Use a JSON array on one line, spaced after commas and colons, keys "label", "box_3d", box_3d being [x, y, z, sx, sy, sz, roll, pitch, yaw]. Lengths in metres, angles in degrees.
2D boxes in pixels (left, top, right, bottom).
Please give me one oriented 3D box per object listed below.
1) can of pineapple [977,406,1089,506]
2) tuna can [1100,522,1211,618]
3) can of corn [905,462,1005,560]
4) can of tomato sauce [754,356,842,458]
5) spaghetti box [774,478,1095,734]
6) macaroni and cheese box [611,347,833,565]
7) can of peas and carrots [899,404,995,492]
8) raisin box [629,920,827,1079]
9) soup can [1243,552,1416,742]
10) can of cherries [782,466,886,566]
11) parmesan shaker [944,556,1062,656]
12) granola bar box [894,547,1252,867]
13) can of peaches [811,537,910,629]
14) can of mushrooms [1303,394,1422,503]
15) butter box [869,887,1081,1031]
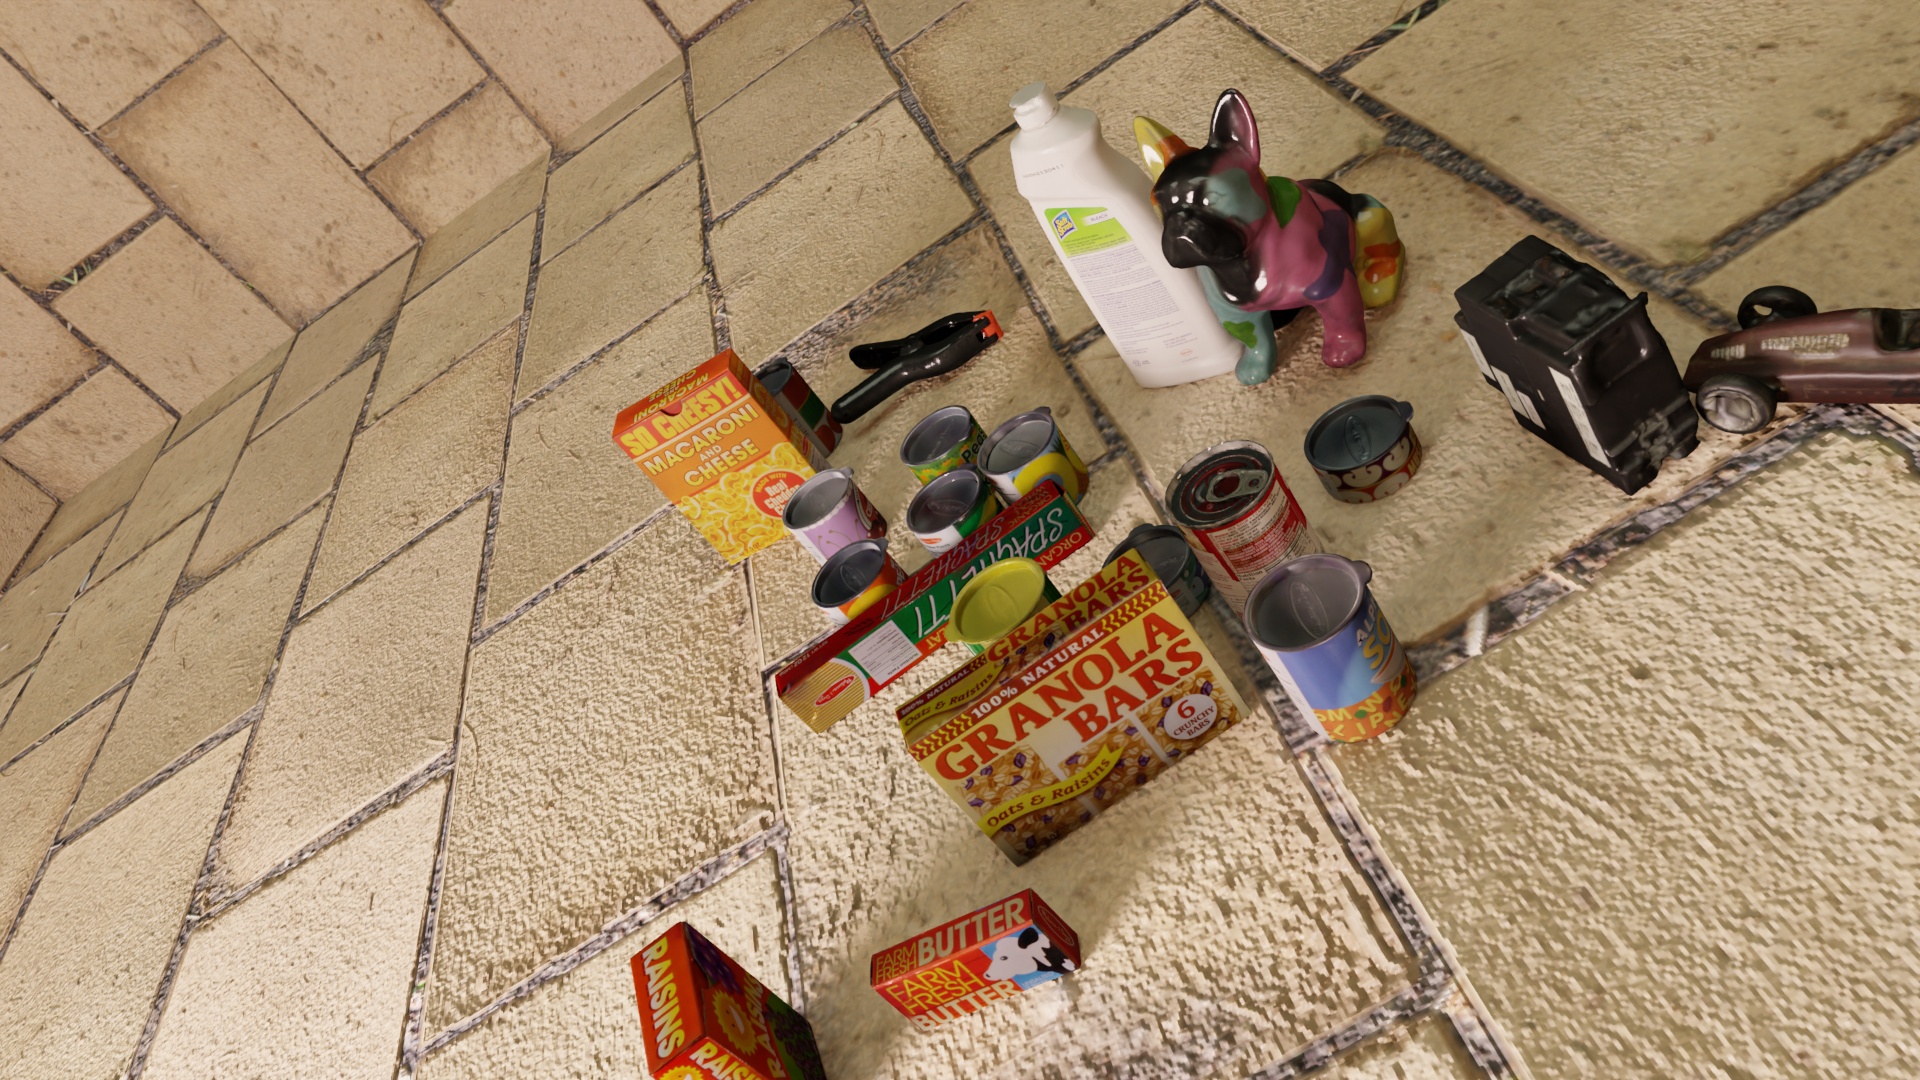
[{"label": "can of pineapple", "box_3d": [0.056, -0.055, 1.038, 0.071, 0.057, 0.071, -25, 36, 20]}, {"label": "tuna can", "box_3d": [0.126, 0.023, 0.902, 0.071, 0.032, 0.071, -25, 36, 20]}, {"label": "can of corn", "box_3d": [0.004, -0.013, 1.037, 0.071, 0.058, 0.071, -25, 36, 20]}, {"label": "can of tomato sauce", "box_3d": [-0.158, -0.116, 1.289, 0.071, 0.083, 0.071, -25, 36, 20]}, {"label": "spaghetti box", "box_3d": [-0.018, 0.047, 0.993, 0.250, 0.050, 0.029, -36, 33, 4]}, {"label": "macaroni and cheese box", "box_3d": [-0.196, -0.069, 1.193, 0.123, 0.166, 0.040, -28, 35, 16]}, {"label": "can of peas and carrots", "box_3d": [-0.003, -0.065, 1.105, 0.071, 0.058, 0.071, -25, 36, 20]}, {"label": "raisin box", "box_3d": [-0.121, 0.274, 0.753, 0.040, 0.123, 0.086, -37, 33, 2]}, {"label": "soup can", "box_3d": [0.202, 0.057, 0.744, 0.071, 0.083, 0.072, -25, 36, 20]}, {"label": "can of cherries", "box_3d": [-0.101, -0.017, 1.140, 0.071, 0.058, 0.072, -25, 36, 20]}, {"label": "parmesan shaker", "box_3d": [0.046, 0.070, 0.858, 0.071, 0.102, 0.072, -25, 36, 20]}, {"label": "granola bar box", "box_3d": [0.065, 0.097, 0.789, 0.165, 0.124, 0.039, -35, 33, 6]}, {"label": "can of peaches", "box_3d": [-0.066, 0.040, 1.039, 0.071, 0.058, 0.071, -25, 36, 20]}, {"label": "can of mushrooms", "box_3d": [0.256, -0.058, 0.876, 0.071, 0.033, 0.071, -25, 36, 20]}, {"label": "butter box", "box_3d": [0.008, 0.228, 0.751, 0.103, 0.053, 0.024, -27, 35, 16]}]
